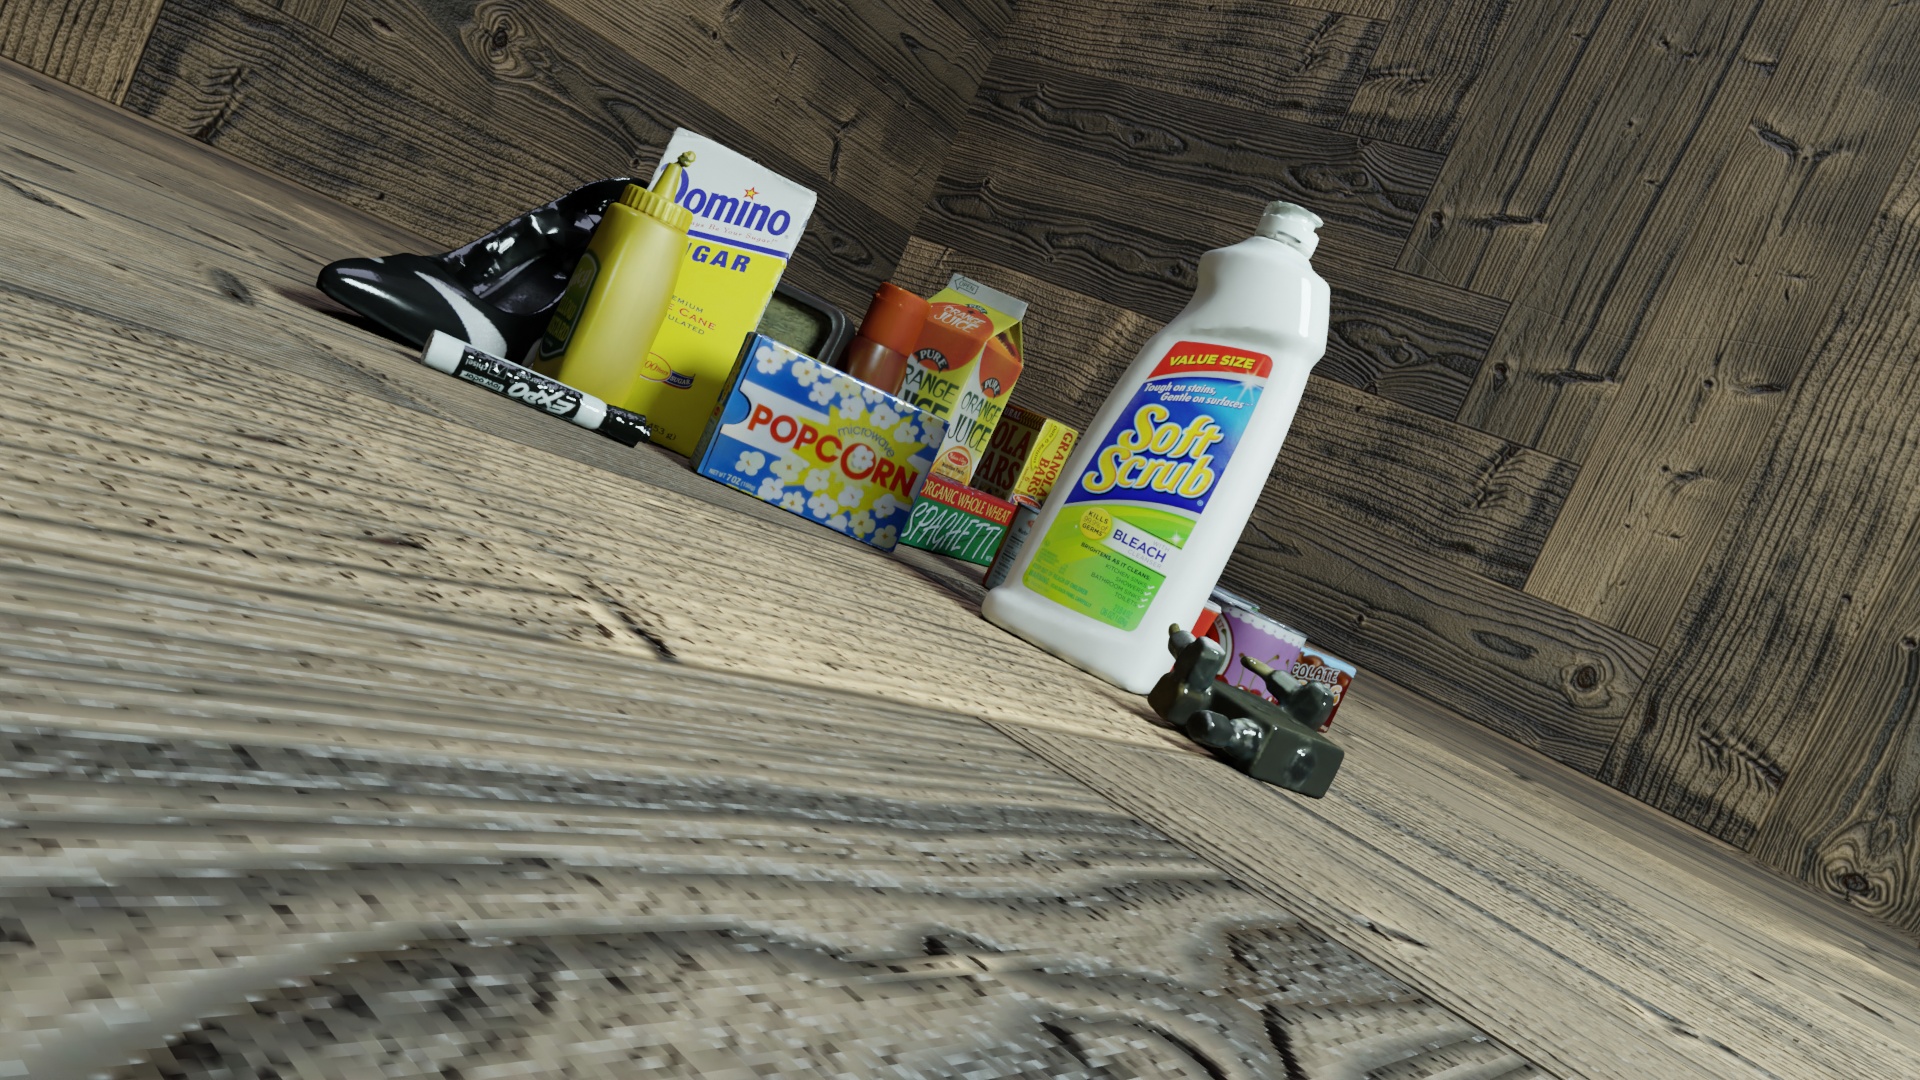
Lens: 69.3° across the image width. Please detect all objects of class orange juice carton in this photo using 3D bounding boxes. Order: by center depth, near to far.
[{"bbox_3d":[-0.017,-0.105,1.062,0.072,0.192,0.073,26,4,27],"label":"orange juice carton"}]

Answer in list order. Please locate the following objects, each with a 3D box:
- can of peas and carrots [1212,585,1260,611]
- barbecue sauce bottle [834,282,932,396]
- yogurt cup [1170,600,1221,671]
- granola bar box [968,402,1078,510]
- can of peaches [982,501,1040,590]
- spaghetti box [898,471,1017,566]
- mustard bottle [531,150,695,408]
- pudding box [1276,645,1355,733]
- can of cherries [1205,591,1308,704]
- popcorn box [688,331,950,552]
[{"bbox_3d":[0.173,0.060,1.000,0.071,0.058,0.071,25,4,-1],"label":"can of peas and carrots"},{"bbox_3d":[-0.065,-0.091,0.888,0.043,0.148,0.065,24,3,-20],"label":"barbecue sauce bottle"},{"bbox_3d":[0.109,0.048,0.800,0.072,0.054,0.072,25,4,-1],"label":"yogurt cup"},{"bbox_3d":[0.025,-0.060,1.216,0.039,0.124,0.166,23,4,-30],"label":"granola bar box"},{"bbox_3d":[0.056,0.015,0.879,0.071,0.058,0.071,25,4,-1],"label":"can of peaches"},{"bbox_3d":[0.004,-0.012,0.991,0.029,0.050,0.250,26,4,25],"label":"spaghetti box"},{"bbox_3d":[-0.186,-0.143,0.766,0.049,0.160,0.065,22,4,-36],"label":"mustard bottle"},{"bbox_3d":[0.216,0.091,0.918,0.083,0.049,0.030,23,4,-29],"label":"pudding box"},{"bbox_3d":[0.163,0.068,0.832,0.071,0.058,0.071,25,4,-1],"label":"can of cherries"},{"bbox_3d":[-0.080,-0.056,0.797,0.127,0.085,0.038,23,4,-24],"label":"popcorn box"}]
